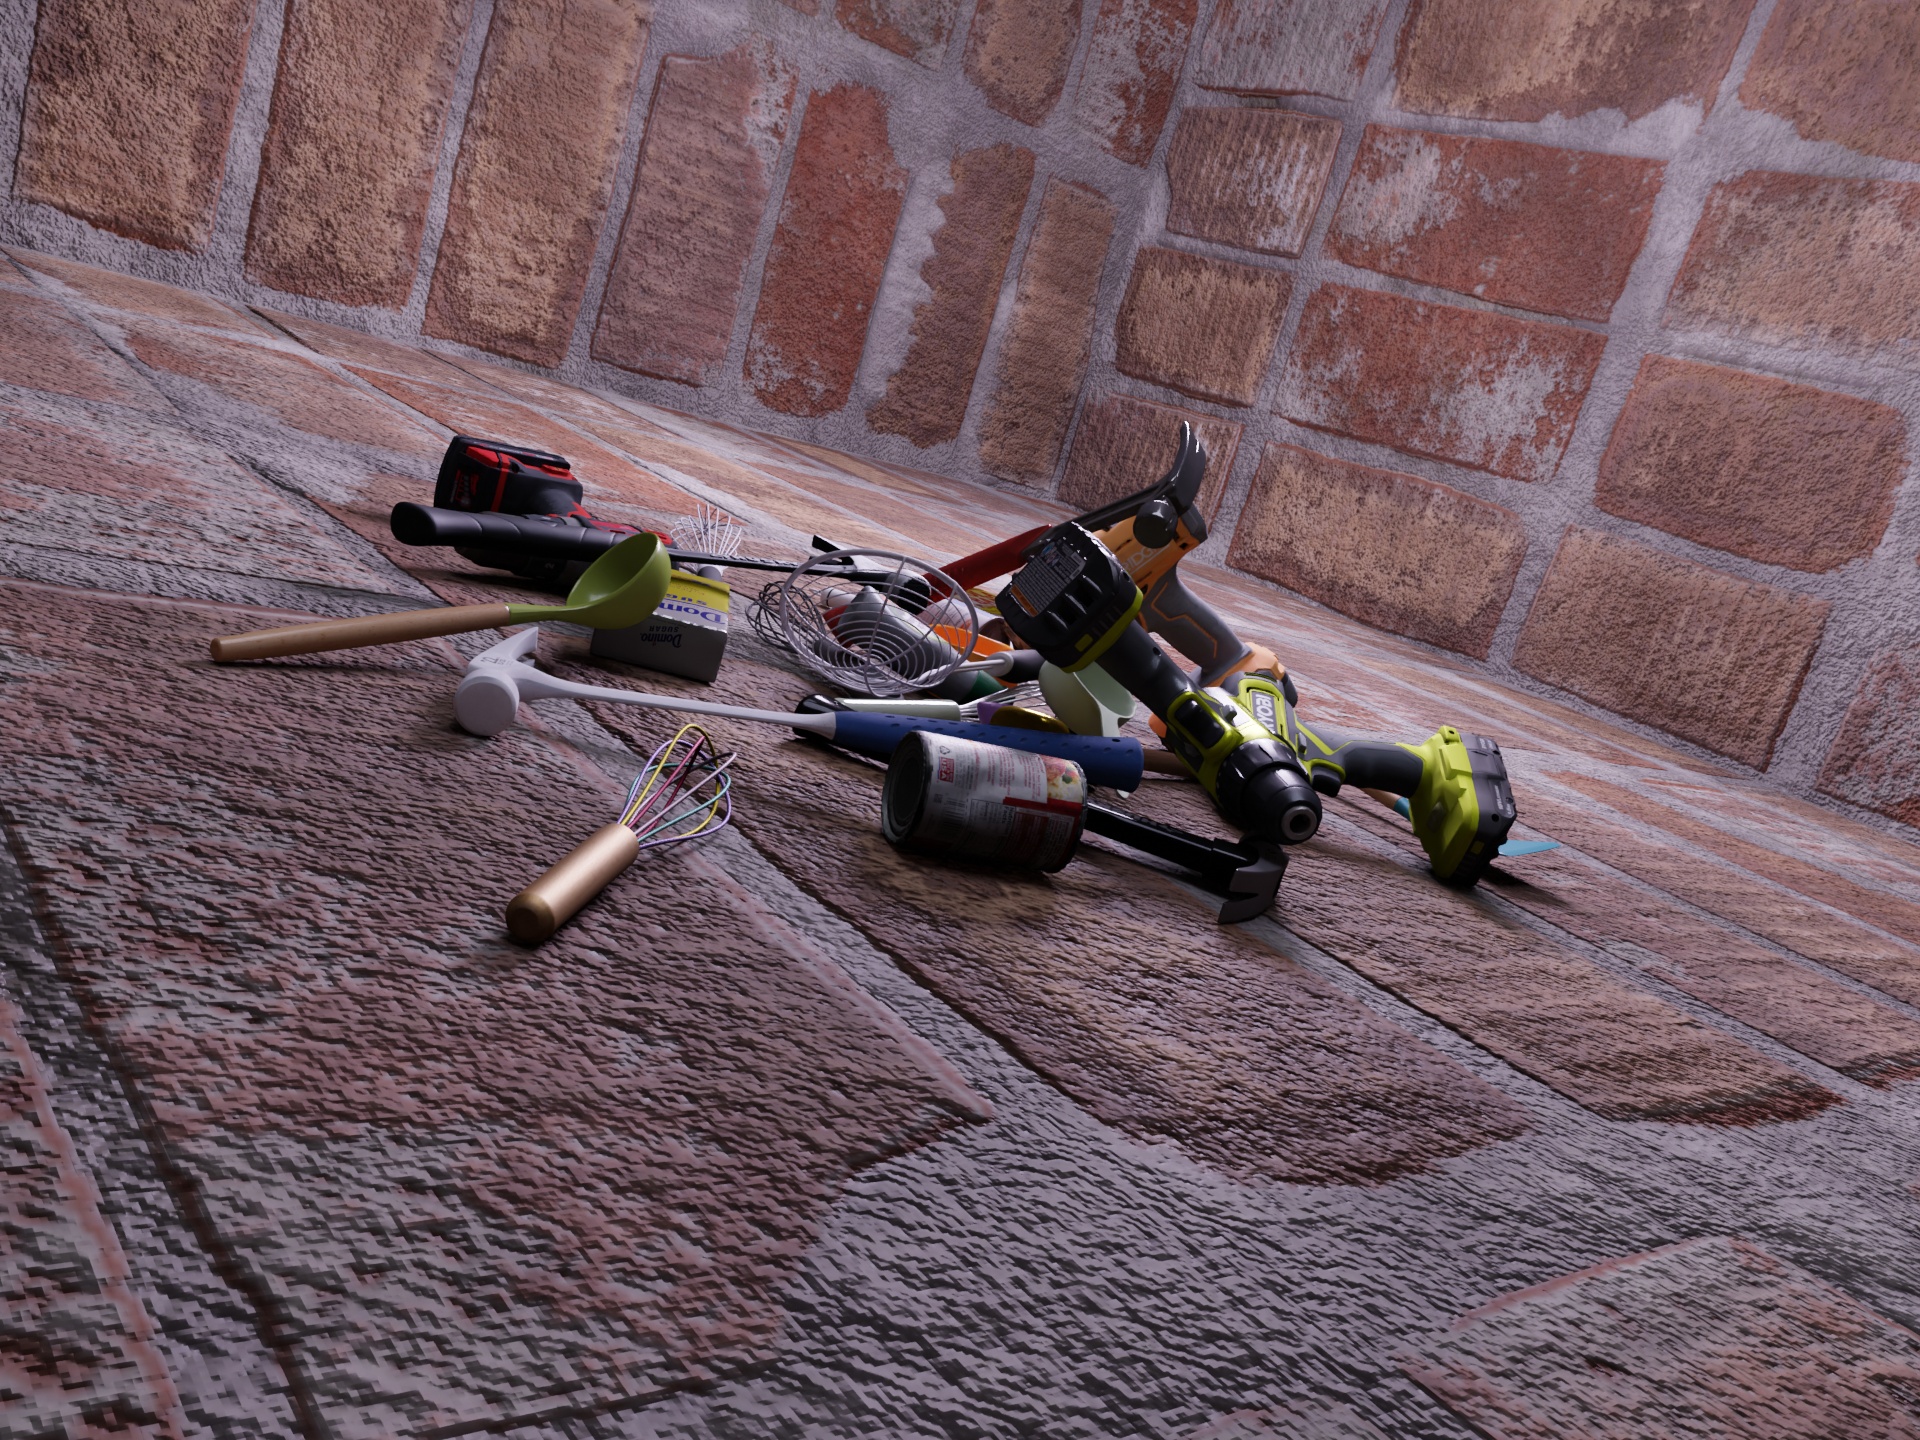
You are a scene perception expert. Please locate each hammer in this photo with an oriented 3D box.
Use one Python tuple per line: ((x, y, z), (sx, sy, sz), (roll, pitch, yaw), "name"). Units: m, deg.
((-0.089, -0.001, 0.963), (0.405, 0.035, 0.144), (8, 14, -12), "hammer")
((-0.227, -0.131, 1.224), (0.408, 0.036, 0.149), (3, 17, -36), "hammer")
((0.048, 0.050, 1.031), (0.335, 0.035, 0.146), (19, 12, 9), "hammer")
((0.034, -0.138, 1.317), (0.359, 0.036, 0.149), (-20, 28, 32), "hammer")

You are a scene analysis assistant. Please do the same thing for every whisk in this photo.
((-0.228, -0.141, 1.446), (0.070, 0.070, 0.285), (14, 17, -15), "whisk")
((-0.105, -0.054, 1.262), (0.055, 0.055, 0.239), (8, 20, -38), "whisk")
((-0.002, -0.004, 1.176), (0.246, 0.057, 0.059), (0, 58, -42), "whisk")
((-0.155, 0.048, 0.744), (0.051, 0.047, 0.245), (20, 16, 4), "whisk")

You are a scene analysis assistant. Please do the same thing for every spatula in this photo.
((0.374, 0.052, 1.407), (0.082, 0.044, 0.318), (-5, 31, -39), "spatula")
((0.126, 0.029, 1.240), (0.315, 0.018, 0.060), (10, 57, -45), "spatula")

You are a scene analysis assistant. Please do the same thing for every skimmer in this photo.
((-0.001, -0.067, 1.127), (0.127, 0.090, 0.363), (-12, -2, 23), "skimmer")

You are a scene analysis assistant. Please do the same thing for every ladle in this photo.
((-0.304, -0.074, 0.972), (0.078, 0.062, 0.320), (-10, 3, 38), "ladle")

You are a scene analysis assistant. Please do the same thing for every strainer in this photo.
((-0.038, -0.092, 1.532), (0.258, 0.050, 0.086), (19, -4, 22), "strainer")

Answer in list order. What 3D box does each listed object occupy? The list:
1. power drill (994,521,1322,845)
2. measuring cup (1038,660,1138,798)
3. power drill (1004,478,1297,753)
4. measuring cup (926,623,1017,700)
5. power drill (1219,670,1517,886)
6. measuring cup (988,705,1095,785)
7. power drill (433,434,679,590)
((0.137, -0.017, 1.044), (0.228, 0.080, 0.191), (42, 7, -19), "power drill")
((0.095, 0.008, 1.155), (0.083, 0.038, 0.168), (34, 29, -28), "measuring cup")
((0.159, -0.063, 1.339), (0.226, 0.185, 0.084), (54, -1, -22), "power drill")
((0.038, -0.023, 1.307), (0.174, 0.052, 0.095), (29, 16, 28), "measuring cup")
((0.311, 0.050, 1.251), (0.223, 0.080, 0.171), (14, 36, -4), "power drill")
((0.068, 0.020, 1.118), (0.062, 0.029, 0.156), (13, -7, 28), "measuring cup")
((-0.363, -0.167, 1.329), (0.187, 0.080, 0.227), (5, 20, -43), "power drill")
